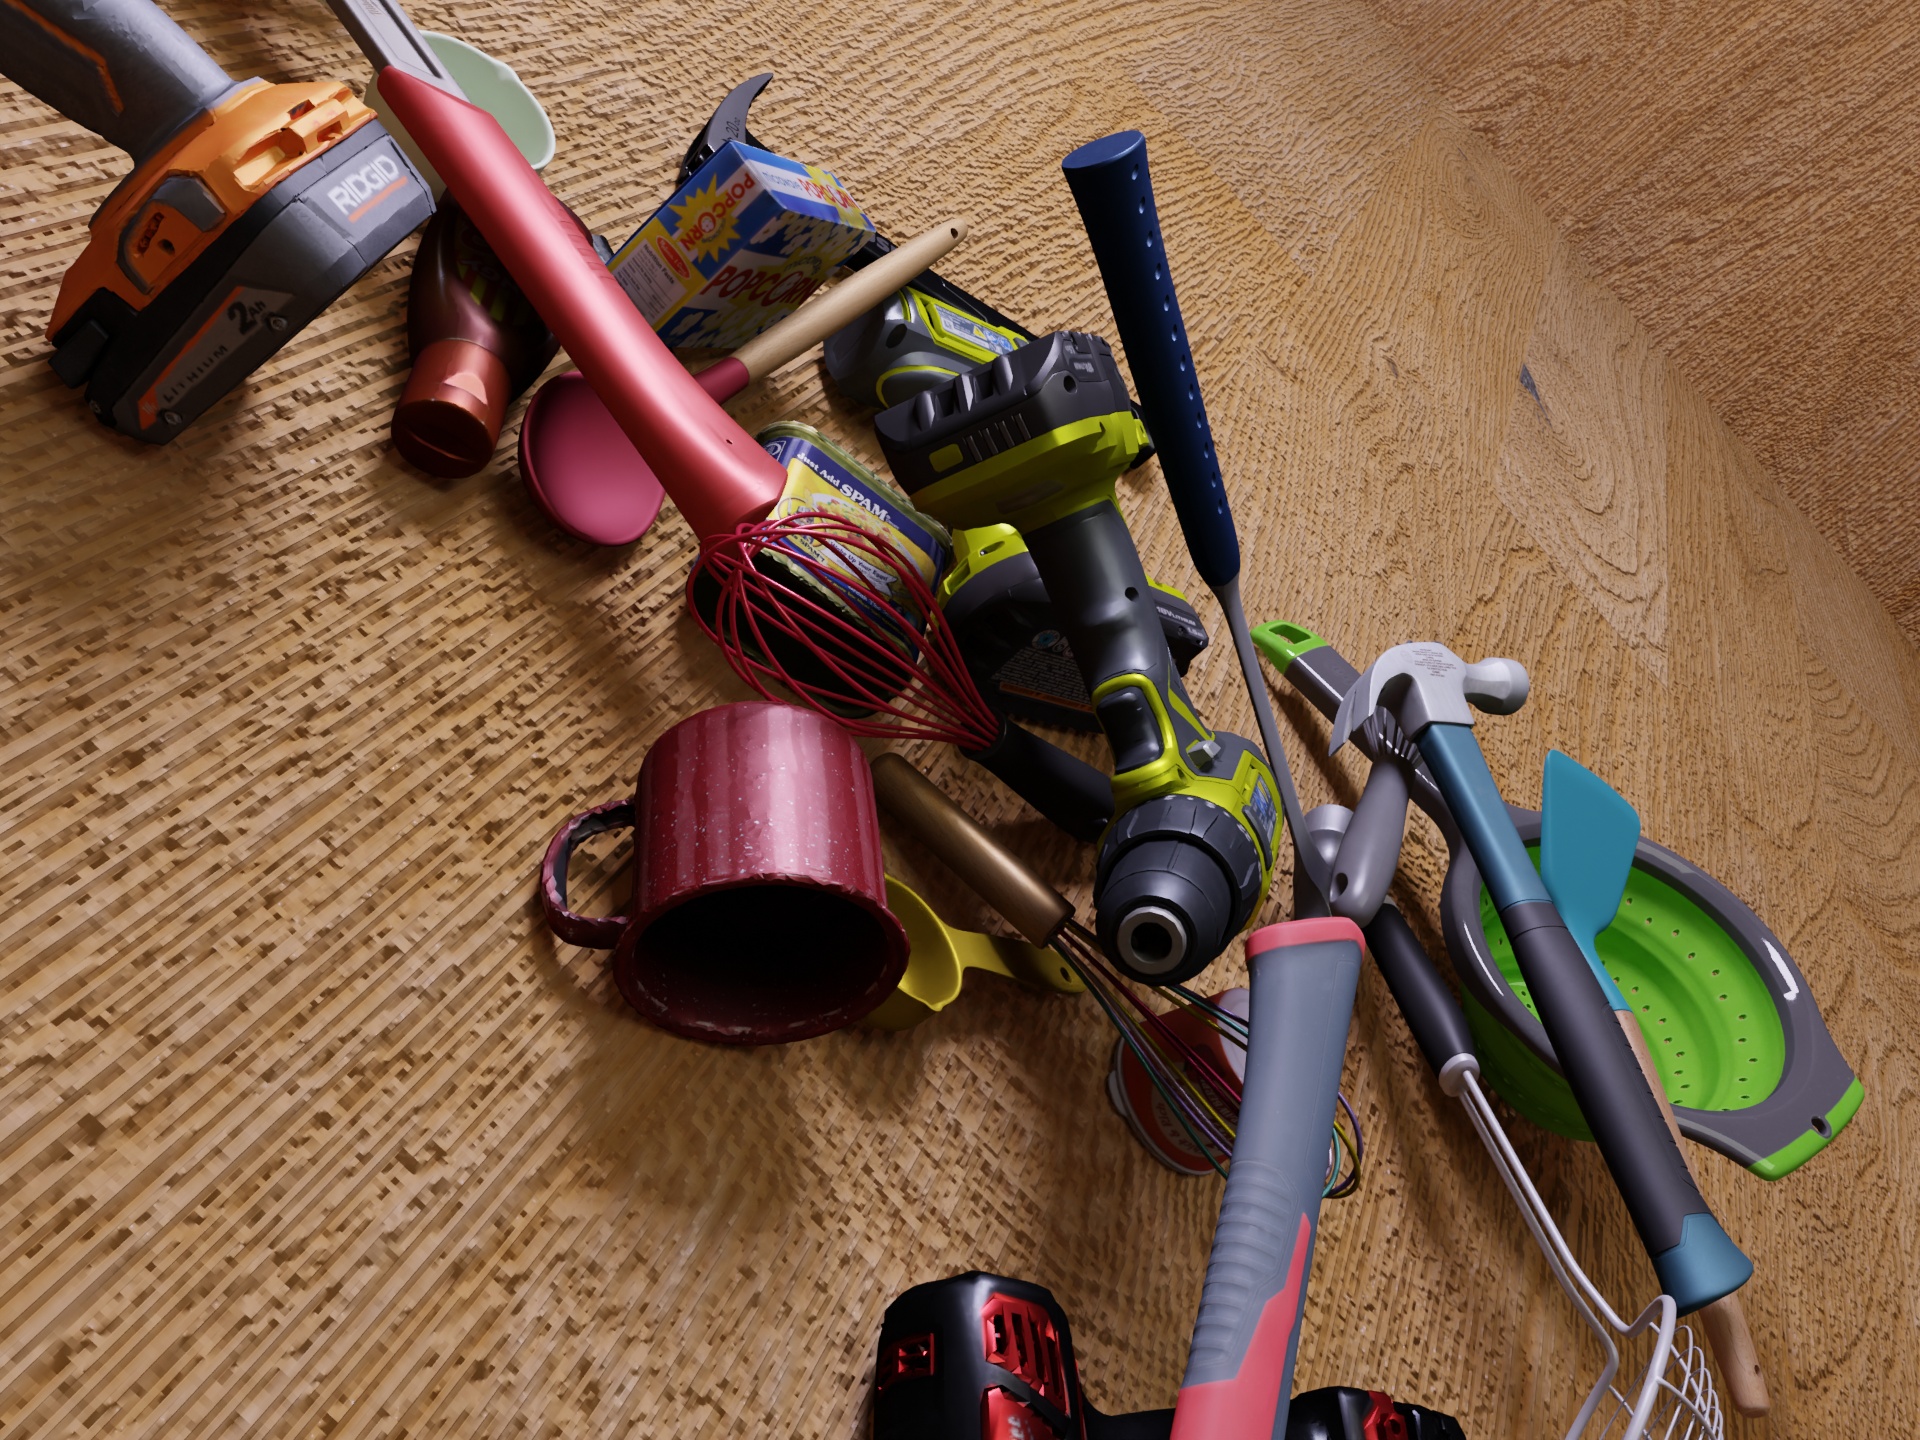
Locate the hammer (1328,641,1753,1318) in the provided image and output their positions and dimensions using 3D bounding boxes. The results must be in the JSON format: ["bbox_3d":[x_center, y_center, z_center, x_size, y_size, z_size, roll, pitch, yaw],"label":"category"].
[{"bbox_3d":[0.261,0.098,0.714,0.128,0.033,0.331,5,51,-26],"label":"hammer"}]

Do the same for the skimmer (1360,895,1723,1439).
[{"bbox_3d":[0.206,0.189,0.663,0.090,0.127,0.364,7,31,-12],"label":"skimmer"}]

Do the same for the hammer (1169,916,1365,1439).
[{"bbox_3d":[0.088,0.217,0.459,0.143,0.038,0.387,37,45,-13],"label":"hammer"}]

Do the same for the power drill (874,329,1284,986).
[{"bbox_3d":[0.053,-0.022,0.590,0.228,0.080,0.190,67,18,-5],"label":"power drill"}]

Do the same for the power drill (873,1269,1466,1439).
[{"bbox_3d":[0.069,0.266,0.493,0.219,0.078,0.143,25,42,-27],"label":"power drill"}]

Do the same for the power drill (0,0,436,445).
[{"bbox_3d":[-0.289,-0.197,0.468,0.226,0.164,0.084,49,33,-24],"label":"power drill"}]

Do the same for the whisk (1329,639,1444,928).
[{"bbox_3d":[0.216,0.028,0.807,0.055,0.055,0.239,45,39,-8],"label":"whisk"}]

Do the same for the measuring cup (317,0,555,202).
[{"bbox_3d":[-0.250,-0.275,0.663,0.167,0.038,0.083,35,38,-18],"label":"measuring cup"}]

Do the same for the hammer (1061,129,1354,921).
[{"bbox_3d":[0.120,-0.055,0.712,0.144,0.035,0.405,-64,139,-51],"label":"hammer"}]

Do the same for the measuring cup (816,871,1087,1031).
[{"bbox_3d":[0.000,0.098,0.617,0.156,0.029,0.062,22,35,-51],"label":"measuring cup"}]

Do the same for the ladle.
[{"bbox_3d":[-0.082,-0.164,0.698,0.315,0.031,0.069,-46,118,-42],"label":"ladle"}]

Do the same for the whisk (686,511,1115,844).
[{"bbox_3d":[-0.001,-0.002,0.623,0.295,0.073,0.073,35,34,-51],"label":"whisk"}]

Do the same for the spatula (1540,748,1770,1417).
[{"bbox_3d":[0.316,0.153,0.727,0.082,0.044,0.318,31,37,-27],"label":"spatula"}]

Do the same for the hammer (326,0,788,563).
[{"bbox_3d":[-0.186,-0.206,0.597,0.149,0.036,0.359,-24,74,-49],"label":"hammer"}]

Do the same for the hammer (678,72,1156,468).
[{"bbox_3d":[-0.006,-0.236,0.895,0.334,0.035,0.146,26,42,-30],"label":"hammer"}]

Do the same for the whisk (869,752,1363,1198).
[{"bbox_3d":[0.052,0.098,0.614,0.245,0.051,0.047,41,-10,17],"label":"whisk"}]

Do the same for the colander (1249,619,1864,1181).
[{"bbox_3d":[0.287,0.099,0.878,0.204,0.094,0.397,-18,54,-36],"label":"colander"}]

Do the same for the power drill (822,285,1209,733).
[{"bbox_3d":[0.033,-0.110,0.791,0.171,0.080,0.223,13,46,-41],"label":"power drill"}]
